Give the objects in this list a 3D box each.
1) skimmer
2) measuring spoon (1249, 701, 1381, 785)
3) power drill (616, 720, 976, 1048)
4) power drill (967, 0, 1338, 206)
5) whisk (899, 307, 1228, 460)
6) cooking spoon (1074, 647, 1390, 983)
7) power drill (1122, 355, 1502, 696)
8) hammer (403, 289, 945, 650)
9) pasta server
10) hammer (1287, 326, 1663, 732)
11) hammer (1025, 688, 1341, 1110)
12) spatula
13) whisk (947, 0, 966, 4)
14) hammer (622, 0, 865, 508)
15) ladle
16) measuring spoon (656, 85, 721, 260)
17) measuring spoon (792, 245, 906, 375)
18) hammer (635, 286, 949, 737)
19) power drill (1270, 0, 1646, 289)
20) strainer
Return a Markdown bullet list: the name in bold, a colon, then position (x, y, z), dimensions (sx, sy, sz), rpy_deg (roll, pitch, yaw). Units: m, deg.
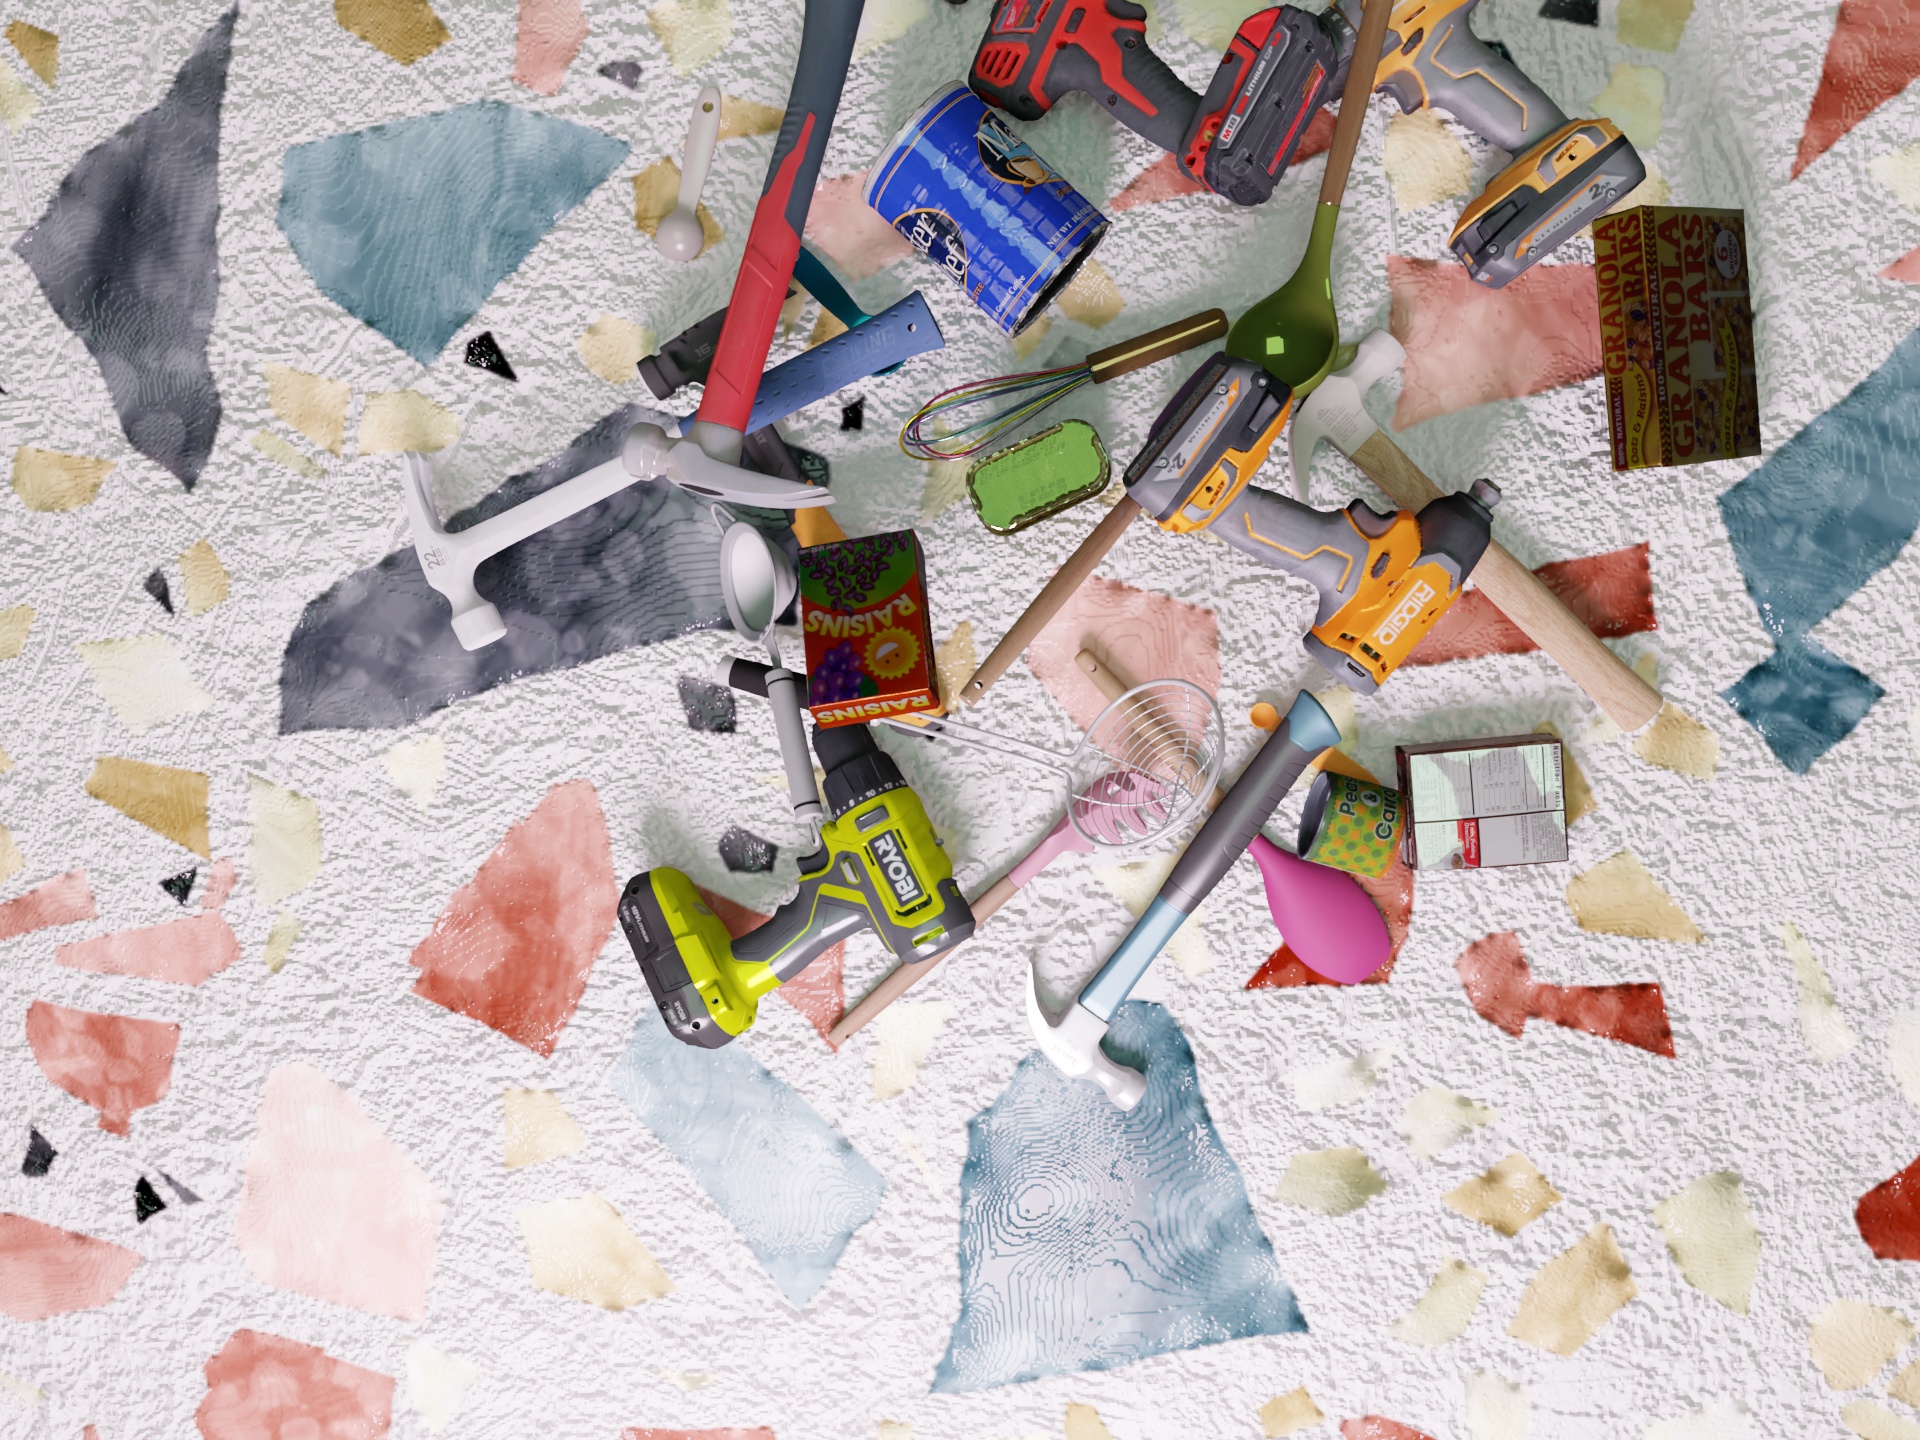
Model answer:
- **skimmer**: position (-0.002, -0.003, 1.087), dimensions (0.363, 0.090, 0.127), rpy_deg (15, 70, 10)
- **measuring spoon**: position (0.258, 0.023, 1.151), dimensions (0.117, 0.011, 0.021), rpy_deg (34, 105, -4)
- **power drill**: position (-0.124, 0.116, 1.149), dimensions (0.228, 0.080, 0.191), rpy_deg (-28, 79, 5)
- **power drill**: position (0.132, -0.461, 1.047), dimensions (0.227, 0.080, 0.188), rpy_deg (32, 104, 17)
- **whisk**: position (0.072, -0.238, 1.123), dimensions (0.245, 0.051, 0.047), rpy_deg (-20, 116, 2)
- **cooking spoon**: position (0.194, 0.068, 1.155), dimensions (0.069, 0.017, 0.319), rpy_deg (-43, 92, 6)
- **power drill**: position (0.240, -0.143, 1.059), dimensions (0.226, 0.084, 0.164), rpy_deg (37, 103, -10)
- **hammer**: position (-0.204, -0.197, 1.112), dimensions (0.405, 0.035, 0.144), rpy_deg (-25, 95, 8)
- **pasta server**: position (0.022, 0.141, 1.166), dimensions (0.316, 0.060, 0.040), rpy_deg (-42, 49, 9)
- **hammer**: position (0.362, -0.114, 1.116), dimensions (0.331, 0.031, 0.130), rpy_deg (44, 97, -2)
- **hammer**: position (0.163, 0.121, 1.143), dimensions (0.128, 0.033, 0.331), rpy_deg (35, 103, -1)
- **spatula**: position (0.104, -0.130, 1.096), dimensions (0.060, 0.018, 0.316), rpy_deg (41, 79, -1)
- **whisk**: position (-0.078, -0.585, 1.090), dimensions (0.055, 0.055, 0.239), rpy_deg (-43, 97, 7)
- **hammer**: position (-0.107, -0.333, 1.071), dimensions (0.143, 0.038, 0.386), rpy_deg (13, 82, 11)
- **ladle**: position (0.241, -0.363, 1.033), dimensions (0.078, 0.062, 0.320), rpy_deg (29, 124, 30)
- **measuring spoon**: position (-0.191, -0.390, 1.131), dimensions (0.034, 0.018, 0.124), rpy_deg (14, 96, 3)
- **measuring spoon**: position (-0.084, -0.297, 1.138), dimensions (0.042, 0.021, 0.128), rpy_deg (-44, 83, 8)
- **hammer**: position (-0.097, -0.142, 1.145), dimensions (0.127, 0.034, 0.337), rpy_deg (-29, 94, 8)
- **power drill**: position (0.319, -0.399, 1.065), dimensions (0.185, 0.084, 0.226), rpy_deg (-36, 89, 11)
- **strainer**: position (-0.125, -0.036, 1.096), dimensions (0.050, 0.087, 0.259), rpy_deg (-4, 69, -30)
